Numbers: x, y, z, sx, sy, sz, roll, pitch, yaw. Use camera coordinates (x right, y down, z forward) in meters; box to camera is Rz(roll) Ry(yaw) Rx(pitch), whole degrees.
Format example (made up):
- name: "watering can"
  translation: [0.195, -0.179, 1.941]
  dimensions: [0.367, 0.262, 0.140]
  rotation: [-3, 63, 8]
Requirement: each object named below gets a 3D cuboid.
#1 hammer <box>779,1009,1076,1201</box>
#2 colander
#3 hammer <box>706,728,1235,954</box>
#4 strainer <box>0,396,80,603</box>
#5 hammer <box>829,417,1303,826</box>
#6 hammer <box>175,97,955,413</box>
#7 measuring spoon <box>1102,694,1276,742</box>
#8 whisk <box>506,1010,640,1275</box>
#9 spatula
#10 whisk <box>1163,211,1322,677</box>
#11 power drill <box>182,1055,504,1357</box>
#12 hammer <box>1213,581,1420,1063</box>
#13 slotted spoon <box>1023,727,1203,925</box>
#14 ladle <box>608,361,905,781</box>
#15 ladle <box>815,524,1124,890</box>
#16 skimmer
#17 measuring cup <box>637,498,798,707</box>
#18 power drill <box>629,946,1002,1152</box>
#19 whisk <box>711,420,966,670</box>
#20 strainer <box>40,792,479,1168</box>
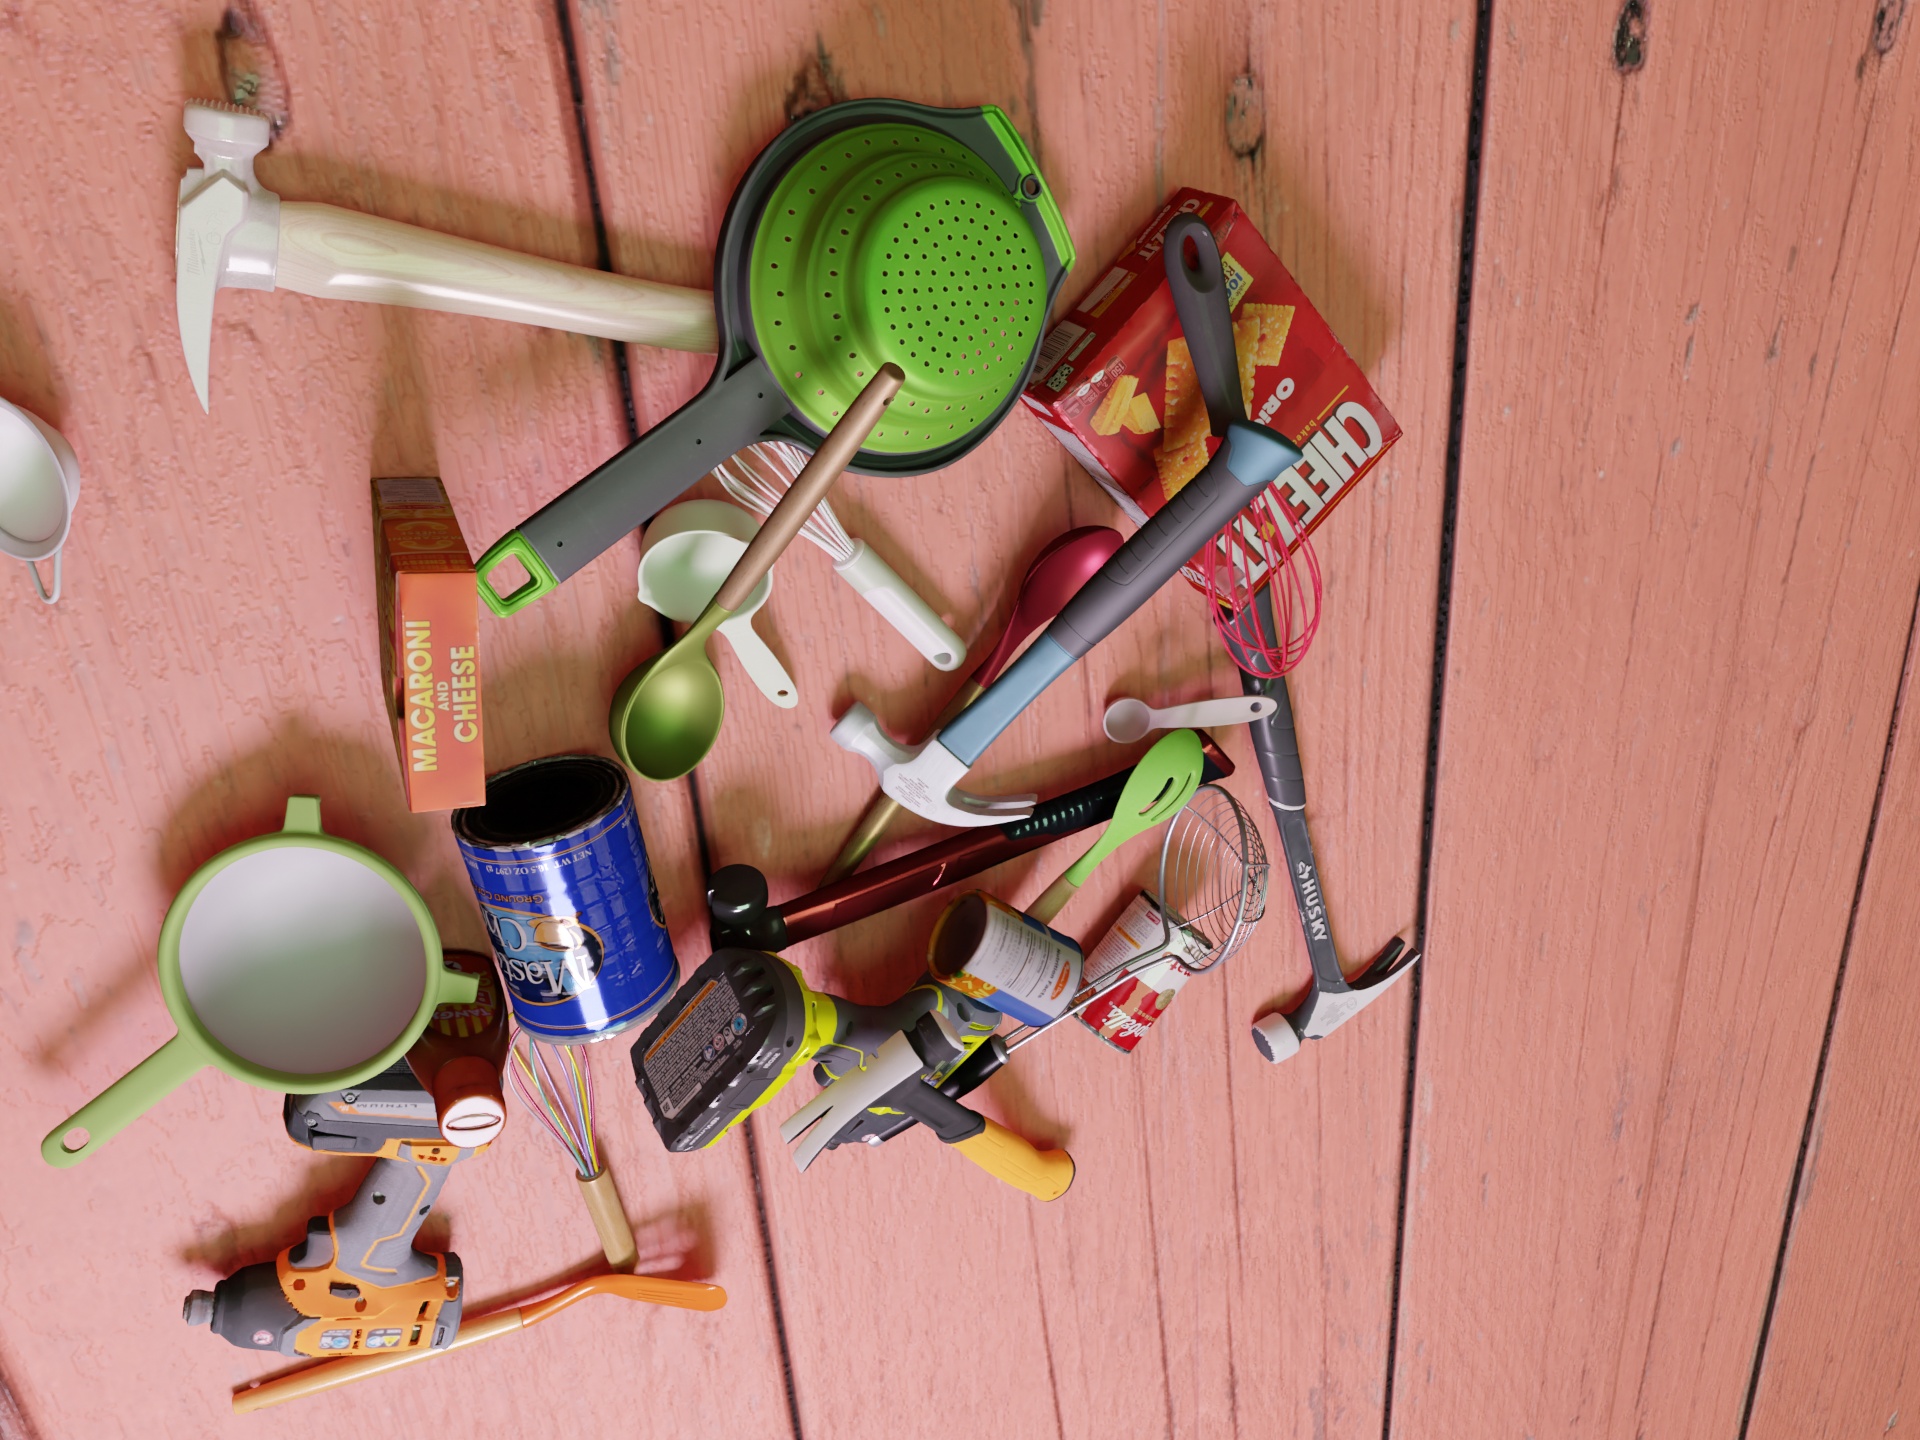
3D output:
- name: "hammer"
  translation: [0.002, 0.293, 1.106]
  dimensions: [0.127, 0.034, 0.336]
  rotation: [-38, 145, 3]
- name: "colander"
  translation: [-0.082, -0.179, 0.832]
  dimensions: [0.397, 0.095, 0.204]
  rotation: [-40, 117, -14]
- name: "hammer"
  translation: [0.017, 0.096, 1.082]
  dimensions: [0.386, 0.038, 0.143]
  rotation: [-19, 137, -20]
- name: "strainer"
  translation: [-0.476, -0.178, 0.737]
  dimensions: [0.087, 0.050, 0.258]
  rotation: [-7, 119, 28]
- name: "hammer"
  translation: [0.070, -0.057, 0.959]
  dimensions: [0.128, 0.033, 0.331]
  rotation: [42, 113, -7]
- name: "hammer"
  translation: [-0.193, -0.214, 0.853]
  dimensions: [0.410, 0.038, 0.146]
  rotation: [3, 113, -26]
- name: "measuring spoon"
  translation: [0.158, -0.007, 1.105]
  dimensions: [0.124, 0.018, 0.034]
  rotation: [-5, 116, -7]
- name: "whisk"
  translation: [-0.253, 0.281, 1.055]
  dimensions: [0.047, 0.051, 0.244]
  rotation: [-8, 122, 2]
- name: "spatula"
  translation: [-0.321, 0.423, 1.081]
  dimensions: [0.322, 0.041, 0.081]
  rotation: [-12, 152, -16]
- name: "whisk"
  translation: [0.165, -0.155, 0.949]
  dimensions: [0.073, 0.073, 0.295]
  rotation: [-24, 116, -13]
- name: "power drill"
  translation: [-0.377, 0.297, 0.978]
  dimensions: [0.164, 0.084, 0.226]
  rotation: [8, 113, -27]
- name: "hammer"
  translation: [0.253, 0.074, 1.191]
  dimensions: [0.149, 0.036, 0.408]
  rotation: [-26, 121, -13]
- name: "slotted spoon"
  translation: [0.062, 0.128, 1.098]
  dimensions: [0.313, 0.031, 0.070]
  rotation: [-49, 144, 18]
- name: "ladle"
  translation: [-0.108, -0.071, 0.859]
  dimensions: [0.078, 0.062, 0.320]
  rotation: [-21, 161, -46]
- name: "ladle"
  translation: [-0.002, -0.003, 1.042]
  dimensions: [0.315, 0.031, 0.069]
  rotation: [-53, 147, 8]
- name: "skimmer"
  translation: [0.061, 0.181, 1.102]
  dimensions: [0.363, 0.127, 0.090]
  rotation: [-35, 125, 12]
- name: "measuring cup"
  translation: [-0.133, -0.068, 0.949]
  dimensions: [0.083, 0.038, 0.167]
  rotation: [-15, 141, 10]
- name: "power drill"
  translation: [-0.095, 0.223, 1.039]
  dimensions: [0.223, 0.080, 0.171]
  rotation: [18, 121, -49]
- name: "whisk"
  translation: [-0.072, -0.104, 0.954]
  dimensions: [0.058, 0.059, 0.246]
  rotation: [-22, 134, 29]
- name: "strainer"
  translation: [-0.408, 0.162, 0.905]
  dimensions: [0.256, 0.069, 0.151]
  rotation: [-38, 102, 2]
